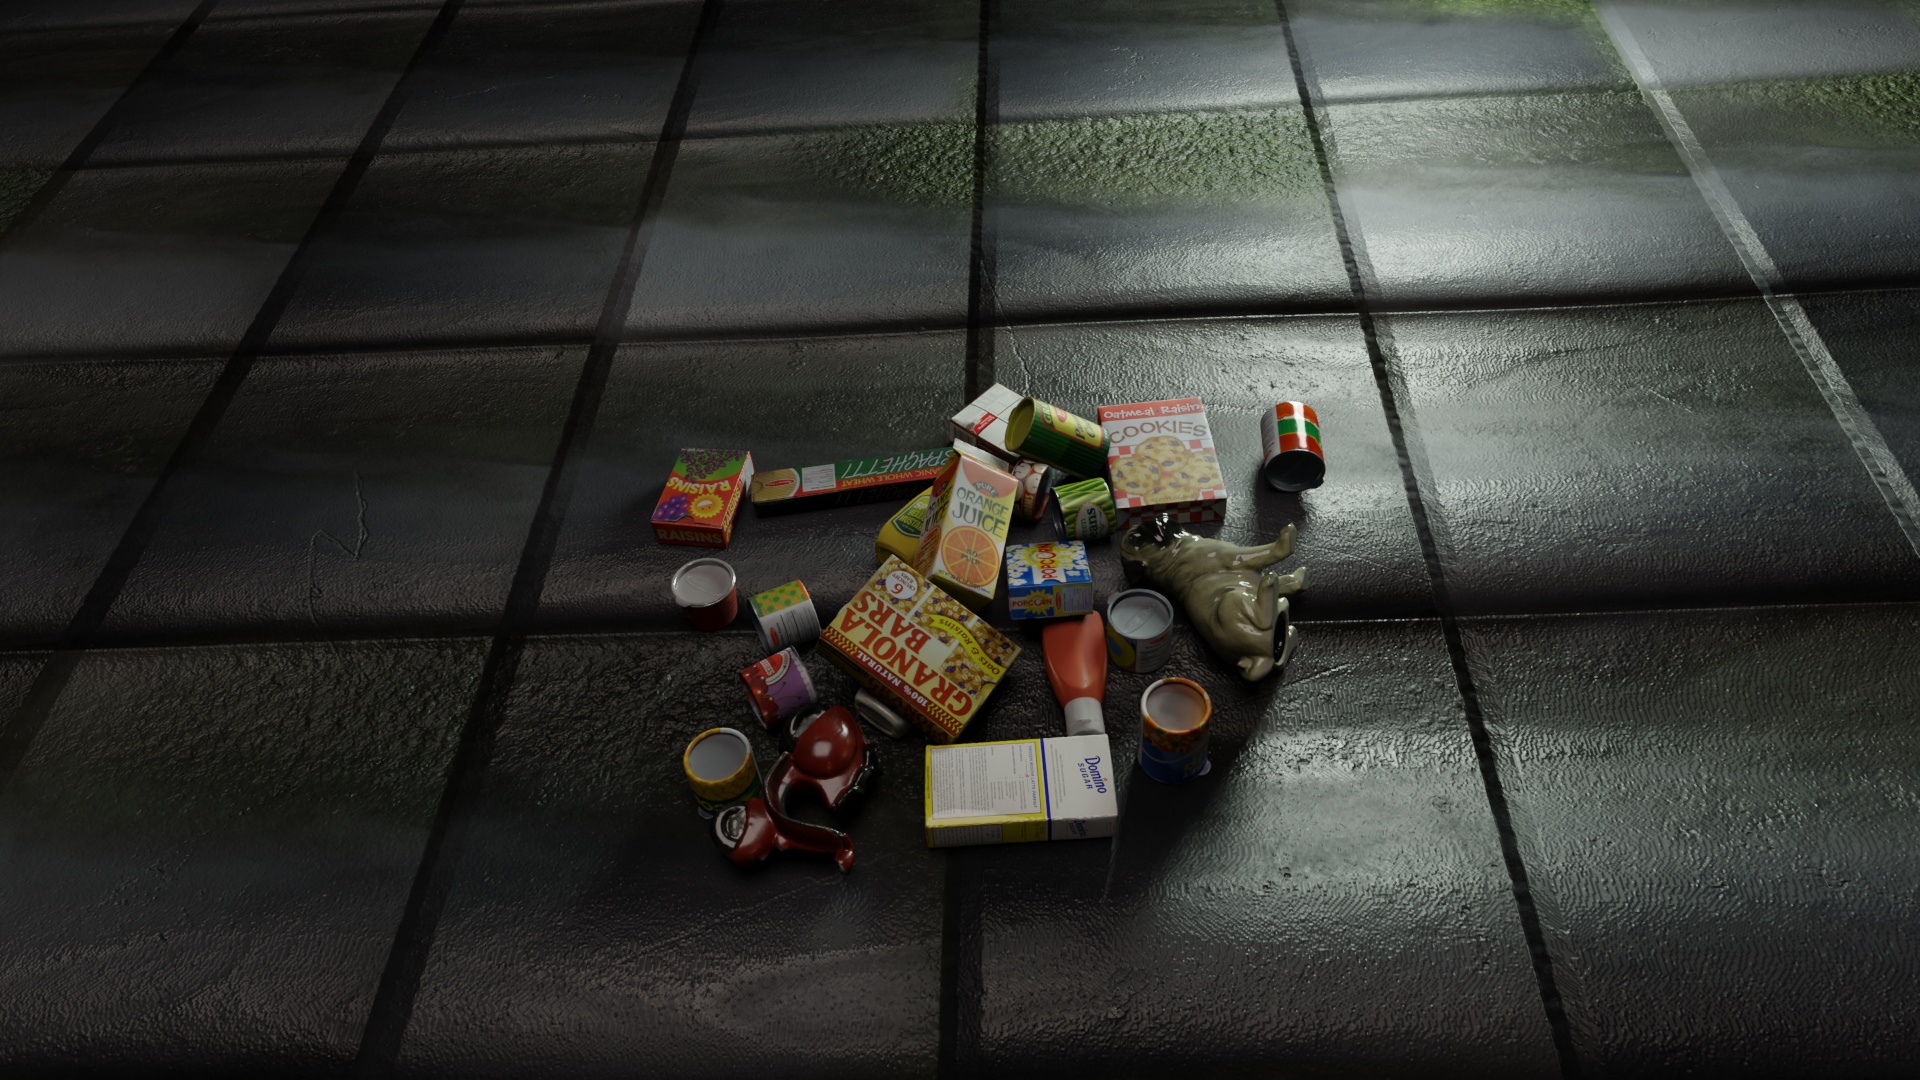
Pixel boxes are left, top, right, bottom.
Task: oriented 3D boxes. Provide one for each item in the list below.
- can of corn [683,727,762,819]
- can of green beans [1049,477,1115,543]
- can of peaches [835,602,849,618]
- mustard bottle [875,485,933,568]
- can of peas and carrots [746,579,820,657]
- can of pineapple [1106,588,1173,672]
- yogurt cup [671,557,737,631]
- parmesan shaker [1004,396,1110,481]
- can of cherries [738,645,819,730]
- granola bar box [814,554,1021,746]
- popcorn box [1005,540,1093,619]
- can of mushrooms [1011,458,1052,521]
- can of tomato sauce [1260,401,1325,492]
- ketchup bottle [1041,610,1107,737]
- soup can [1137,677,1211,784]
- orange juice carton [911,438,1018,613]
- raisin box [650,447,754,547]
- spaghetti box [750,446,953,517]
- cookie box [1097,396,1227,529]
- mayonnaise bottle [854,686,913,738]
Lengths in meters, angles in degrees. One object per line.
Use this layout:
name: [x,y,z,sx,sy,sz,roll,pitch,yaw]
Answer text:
can of corn: [-0.228,0.223,1.326,0.071,0.058,0.071,-3,46,3]
can of green beans: [0.134,-0.032,1.524,0.058,0.071,0.071,-12,47,-6]
can of peaches: [-0.091,0.101,1.428,0.071,0.057,0.071,-3,46,3]
mustard bottle: [-0.028,-0.028,1.548,0.065,0.048,0.161,26,55,23]
can of peas and carrots: [-0.185,0.080,1.452,0.059,0.070,0.071,-21,49,-14]
can of pineapple: [0.181,0.091,1.410,0.071,0.057,0.071,-3,47,3]
yogurt cup: [-0.270,0.060,1.486,0.072,0.053,0.073,-3,47,3]
parmesan shaker: [0.110,-0.116,1.577,0.103,0.071,0.072,20,43,-22]
can of cherries: [-0.182,0.145,1.386,0.058,0.071,0.072,-26,50,-17]
granola bar box: [-0.041,0.108,1.369,0.165,0.038,0.125,36,57,7]
popcorn box: [0.091,0.040,1.446,0.085,0.038,0.127,-3,19,1]
can of mushrooms: [0.076,-0.054,1.551,0.033,0.070,0.071,14,50,17]
can of tomato sauce: [0.377,-0.106,1.571,0.071,0.070,0.083,0,46,6]
ketchup bottle: [0.118,0.136,1.383,0.065,0.043,0.149,-5,47,1]
soup can: [0.204,0.180,1.307,0.071,0.083,0.072,-2,47,3]
orange juice carton: [0.005,-0.019,1.480,0.072,0.072,0.193,24,58,-18]
raisin box: [-0.296,-0.051,1.603,0.086,0.039,0.124,5,48,9]
spaghetti box: [-0.116,-0.068,1.608,0.250,0.028,0.050,-8,47,-1]
cookie box: [0.228,-0.090,1.588,0.123,0.040,0.168,-5,48,1]
mayonnaise bottle: [-0.039,0.131,1.406,0.065,0.041,0.149,32,56,20]
